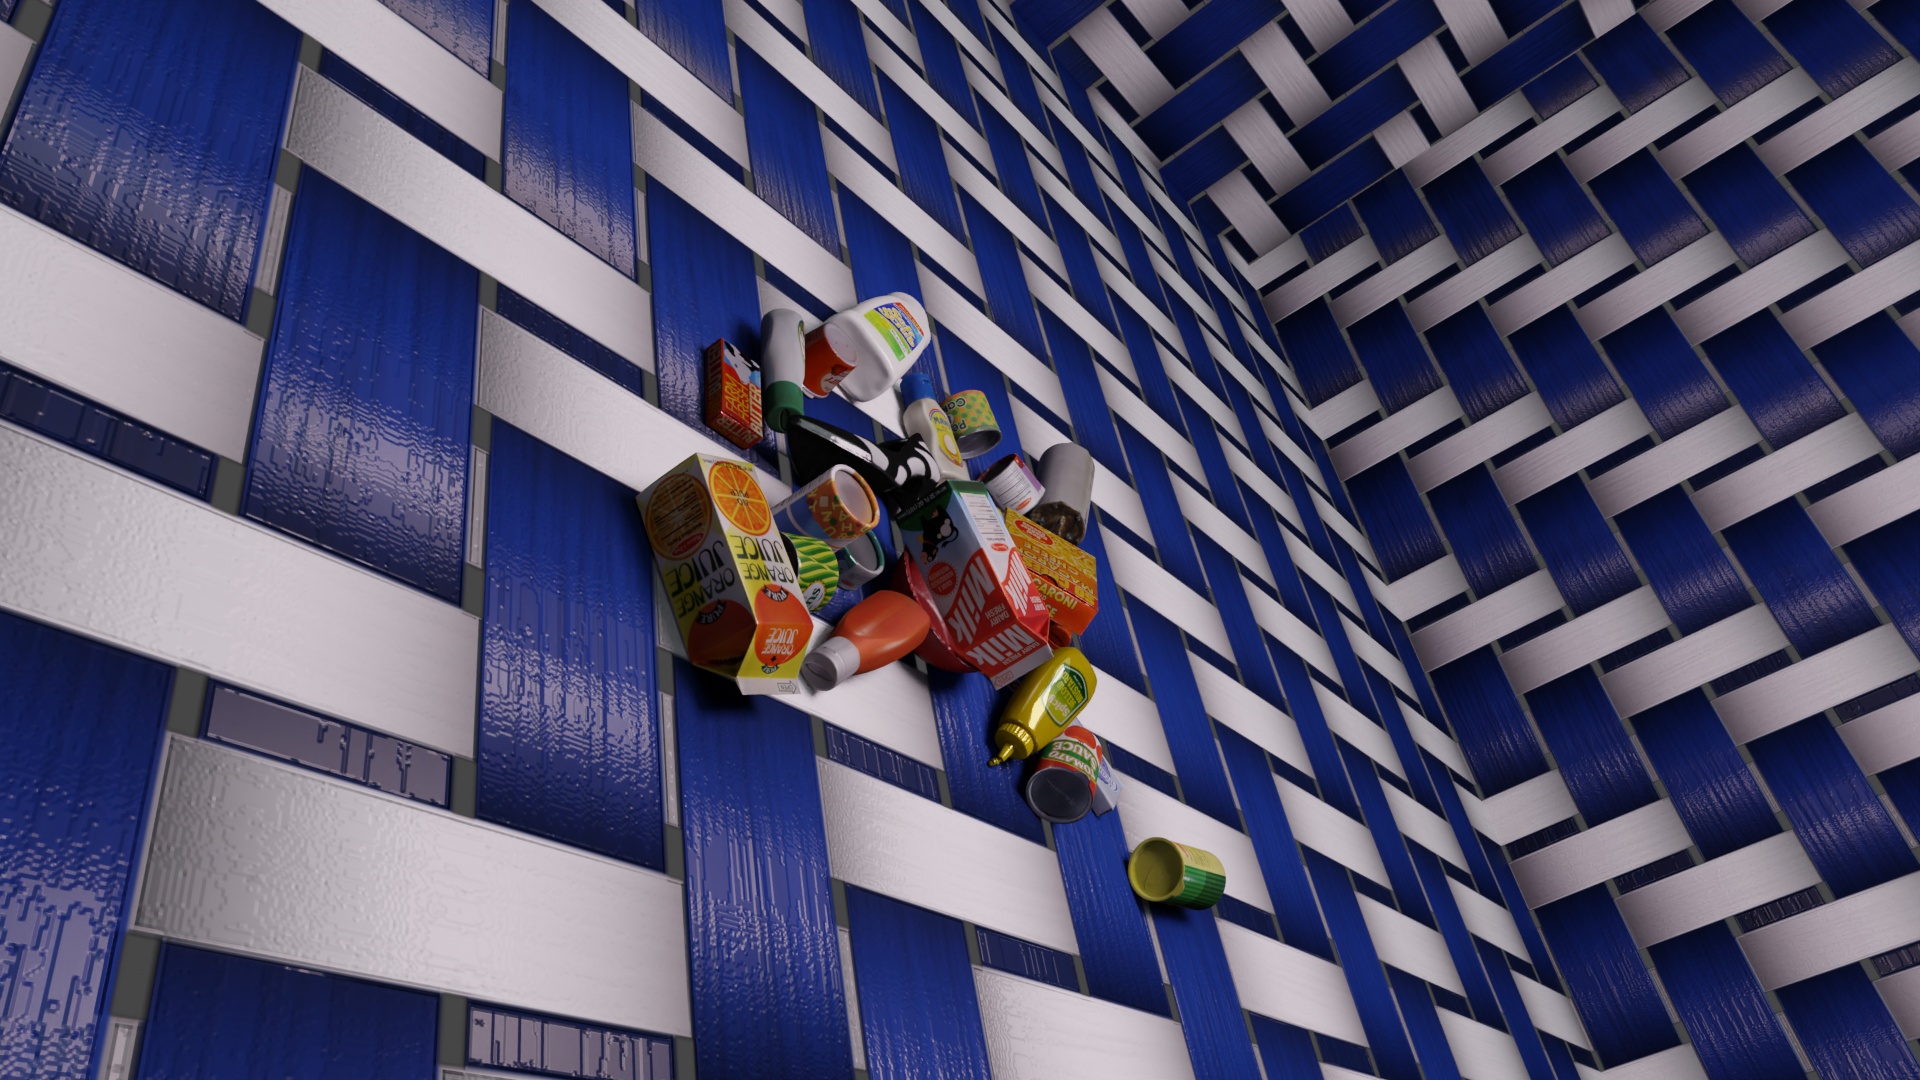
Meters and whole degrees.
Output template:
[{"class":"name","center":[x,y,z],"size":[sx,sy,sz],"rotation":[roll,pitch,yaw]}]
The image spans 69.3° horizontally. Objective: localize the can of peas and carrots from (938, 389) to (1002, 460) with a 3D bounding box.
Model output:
[{"class":"can of peas and carrots","center":[0.007,-0.137,1.645],"size":[0.071,0.070,0.059],"rotation":[16,47,-56]}]

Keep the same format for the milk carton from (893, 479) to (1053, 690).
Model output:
[{"class":"milk carton","center":[0.019,0.042,1.316],"size":[0.073,0.072,0.191],"rotation":[1,59,-61]}]

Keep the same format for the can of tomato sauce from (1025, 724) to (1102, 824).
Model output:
[{"class":"can of tomato sauce","center":[0.106,0.232,1.393],"size":[0.071,0.071,0.083],"rotation":[53,24,-12]}]

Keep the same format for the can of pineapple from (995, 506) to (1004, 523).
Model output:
[{"class":"can of pineapple","center":[0.005,-0.019,1.501],"size":[0.058,0.071,0.071],"rotation":[33,35,-42]}]

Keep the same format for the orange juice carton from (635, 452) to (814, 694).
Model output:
[{"class":"orange juice carton","center":[-0.179,0.034,1.090],"size":[0.072,0.073,0.193],"rotation":[10,53,-59]}]

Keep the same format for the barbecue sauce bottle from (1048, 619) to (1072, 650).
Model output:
[{"class":"barbecue sauce bottle","center":[0.118,0.076,1.628],"size":[0.065,0.043,0.149],"rotation":[45,27,-15]}]

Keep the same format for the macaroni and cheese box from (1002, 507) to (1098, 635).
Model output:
[{"class":"macaroni and cheese box","center":[0.091,0.031,1.547],"size":[0.124,0.040,0.167],"rotation":[30,18,-6]}]

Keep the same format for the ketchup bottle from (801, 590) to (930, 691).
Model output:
[{"class":"ketchup bottle","center":[-0.086,0.089,1.223],"size":[0.065,0.043,0.149],"rotation":[27,26,17]}]

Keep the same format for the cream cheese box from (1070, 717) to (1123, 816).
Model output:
[{"class":"cream cheese box","center":[0.134,0.239,1.490],"size":[0.103,0.024,0.053],"rotation":[56,25,-4]}]

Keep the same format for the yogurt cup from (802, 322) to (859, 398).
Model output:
[{"class":"yogurt cup","center":[-0.143,-0.189,1.442],"size":[0.072,0.054,0.073],"rotation":[43,27,-29]}]

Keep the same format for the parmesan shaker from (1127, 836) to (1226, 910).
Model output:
[{"class":"parmesan shaker","center":[0.234,0.359,1.484],"size":[0.103,0.071,0.071],"rotation":[28,38,-49]}]

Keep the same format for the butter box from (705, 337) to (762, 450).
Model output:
[{"class":"butter box","center":[-0.210,-0.137,1.289],"size":[0.053,0.024,0.104],"rotation":[37,32,-40]}]

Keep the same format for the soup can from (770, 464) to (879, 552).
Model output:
[{"class":"soup can","center":[-0.122,-0.018,1.243],"size":[0.071,0.083,0.072],"rotation":[43,28,-30]}]

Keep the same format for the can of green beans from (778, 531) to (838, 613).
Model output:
[{"class":"can of green beans","center":[-0.145,0.027,1.170],"size":[0.058,0.071,0.071],"rotation":[14,49,-58]}]

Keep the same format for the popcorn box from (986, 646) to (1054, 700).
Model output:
[{"class":"popcorn box","center":[0.062,0.128,1.471],"size":[0.126,0.038,0.085],"rotation":[48,27,-22]}]

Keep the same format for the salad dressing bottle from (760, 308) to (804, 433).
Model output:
[{"class":"salad dressing bottle","center":[-0.172,-0.165,1.349],"size":[0.044,0.064,0.148],"rotation":[1,46,-10]}]

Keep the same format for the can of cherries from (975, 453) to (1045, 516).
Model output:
[{"class":"can of cherries","center":[0.057,-0.062,1.654],"size":[0.058,0.071,0.072],"rotation":[50,25,-14]}]

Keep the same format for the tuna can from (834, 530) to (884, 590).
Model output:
[{"class":"tuna can","center":[-0.105,0.009,1.305],"size":[0.071,0.032,0.071],"rotation":[43,29,-31]}]

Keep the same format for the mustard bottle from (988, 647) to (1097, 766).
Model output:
[{"class":"mustard bottle","center":[0.077,0.174,1.391],"size":[0.065,0.048,0.161],"rotation":[55,51,-14]}]

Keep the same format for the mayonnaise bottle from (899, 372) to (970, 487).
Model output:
[{"class":"mayonnaise bottle","center":[-0.034,-0.122,1.580],"size":[0.065,0.041,0.148],"rotation":[21,44,-50]}]
